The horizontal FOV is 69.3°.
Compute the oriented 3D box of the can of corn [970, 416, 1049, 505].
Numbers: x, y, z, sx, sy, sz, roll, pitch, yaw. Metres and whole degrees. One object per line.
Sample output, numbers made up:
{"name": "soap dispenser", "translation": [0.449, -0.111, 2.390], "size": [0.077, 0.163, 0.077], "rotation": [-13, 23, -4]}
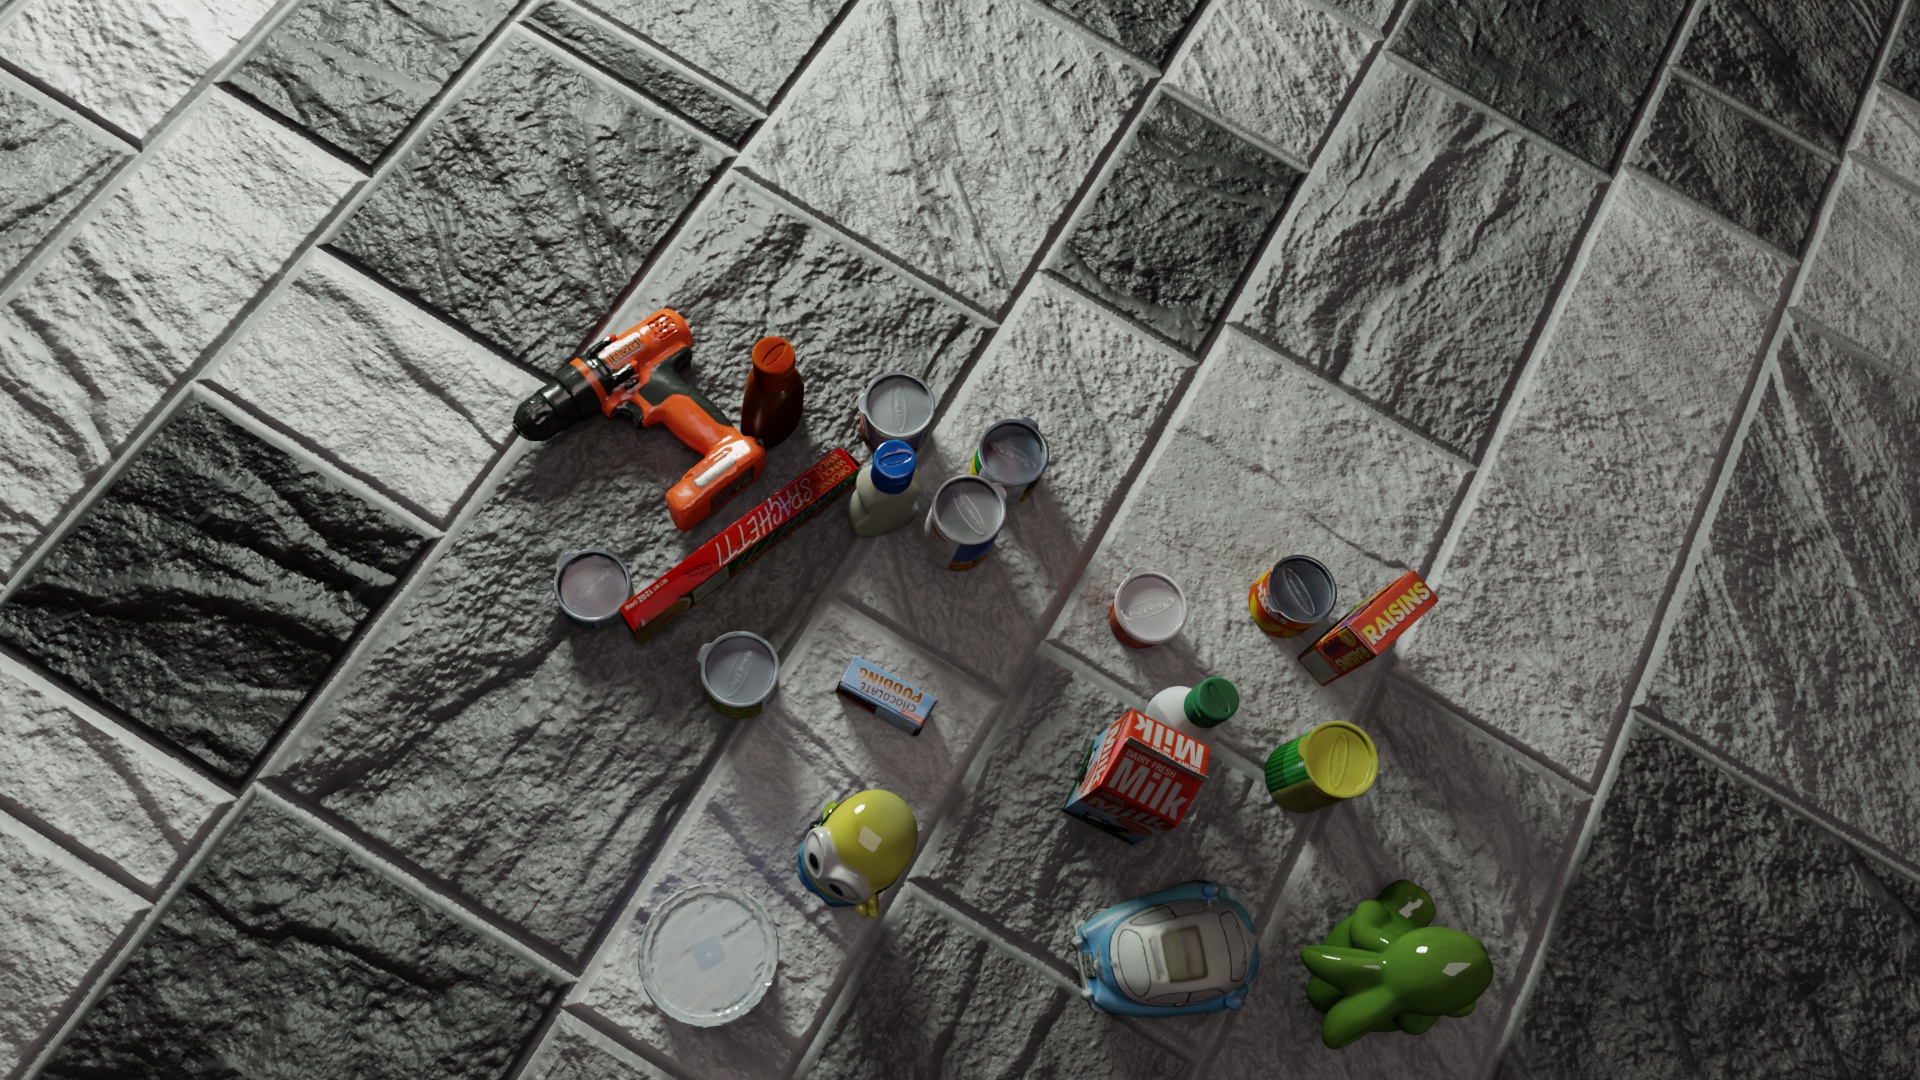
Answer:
{"name": "can of corn", "translation": [0.046, -0.074, 1.299], "size": [0.071, 0.058, 0.071], "rotation": [3, 71, -8]}

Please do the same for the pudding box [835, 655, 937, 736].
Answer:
{"name": "pudding box", "translation": [-0.066, 0.137, 1.215], "size": [0.084, 0.049, 0.030], "rotation": [28, 70, 1]}

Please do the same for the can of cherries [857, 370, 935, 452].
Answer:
{"name": "can of cherries", "translation": [-0.062, -0.117, 1.296], "size": [0.071, 0.058, 0.071], "rotation": [3, 71, -8]}

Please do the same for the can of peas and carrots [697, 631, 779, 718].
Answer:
{"name": "can of peas and carrots", "translation": [-0.192, 0.116, 1.198], "size": [0.071, 0.058, 0.071], "rotation": [3, 72, -8]}

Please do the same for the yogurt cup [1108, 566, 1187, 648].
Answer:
{"name": "yogurt cup", "translation": [0.169, 0.067, 1.272], "size": [0.072, 0.053, 0.072], "rotation": [3, 71, -8]}

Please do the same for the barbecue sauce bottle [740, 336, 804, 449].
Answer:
{"name": "barbecue sauce bottle", "translation": [-0.167, -0.133, 1.238], "size": [0.044, 0.148, 0.065], "rotation": [39, 71, 5]}

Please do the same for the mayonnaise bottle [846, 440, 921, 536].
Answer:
{"name": "mayonnaise bottle", "translation": [-0.064, -0.046, 1.224], "size": [0.065, 0.147, 0.041], "rotation": [-16, 75, -13]}

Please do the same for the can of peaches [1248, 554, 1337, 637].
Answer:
{"name": "can of peaches", "translation": [0.307, 0.054, 1.295], "size": [0.071, 0.058, 0.071], "rotation": [3, 71, -8]}

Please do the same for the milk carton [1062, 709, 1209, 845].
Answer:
{"name": "milk carton", "translation": [0.148, 0.196, 1.153], "size": [0.072, 0.190, 0.074], "rotation": [27, 70, 1]}

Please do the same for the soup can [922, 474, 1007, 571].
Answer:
{"name": "soup can", "translation": [0.004, -0.016, 1.259], "size": [0.071, 0.083, 0.071], "rotation": [3, 72, -8]}

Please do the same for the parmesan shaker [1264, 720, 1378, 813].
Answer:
{"name": "parmesan shaker", "translation": [0.313, 0.200, 1.223], "size": [0.071, 0.102, 0.071], "rotation": [3, 72, -8]}

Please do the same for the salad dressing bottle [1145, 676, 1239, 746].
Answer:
{"name": "salad dressing bottle", "translation": [0.200, 0.151, 1.199], "size": [0.044, 0.147, 0.064], "rotation": [-28, 78, -16]}

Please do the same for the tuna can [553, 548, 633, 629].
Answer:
{"name": "tuna can", "translation": [-0.323, 0.042, 1.217], "size": [0.071, 0.032, 0.071], "rotation": [3, 71, -8]}

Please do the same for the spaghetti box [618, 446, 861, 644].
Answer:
{"name": "spaghetti box", "translation": [-0.194, 0.002, 1.241], "size": [0.251, 0.050, 0.029], "rotation": [-38, 81, -18]}

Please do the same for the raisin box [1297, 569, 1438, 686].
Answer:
{"name": "raisin box", "translation": [0.368, 0.080, 1.261], "size": [0.086, 0.123, 0.040], "rotation": [-36, 81, -17]}
